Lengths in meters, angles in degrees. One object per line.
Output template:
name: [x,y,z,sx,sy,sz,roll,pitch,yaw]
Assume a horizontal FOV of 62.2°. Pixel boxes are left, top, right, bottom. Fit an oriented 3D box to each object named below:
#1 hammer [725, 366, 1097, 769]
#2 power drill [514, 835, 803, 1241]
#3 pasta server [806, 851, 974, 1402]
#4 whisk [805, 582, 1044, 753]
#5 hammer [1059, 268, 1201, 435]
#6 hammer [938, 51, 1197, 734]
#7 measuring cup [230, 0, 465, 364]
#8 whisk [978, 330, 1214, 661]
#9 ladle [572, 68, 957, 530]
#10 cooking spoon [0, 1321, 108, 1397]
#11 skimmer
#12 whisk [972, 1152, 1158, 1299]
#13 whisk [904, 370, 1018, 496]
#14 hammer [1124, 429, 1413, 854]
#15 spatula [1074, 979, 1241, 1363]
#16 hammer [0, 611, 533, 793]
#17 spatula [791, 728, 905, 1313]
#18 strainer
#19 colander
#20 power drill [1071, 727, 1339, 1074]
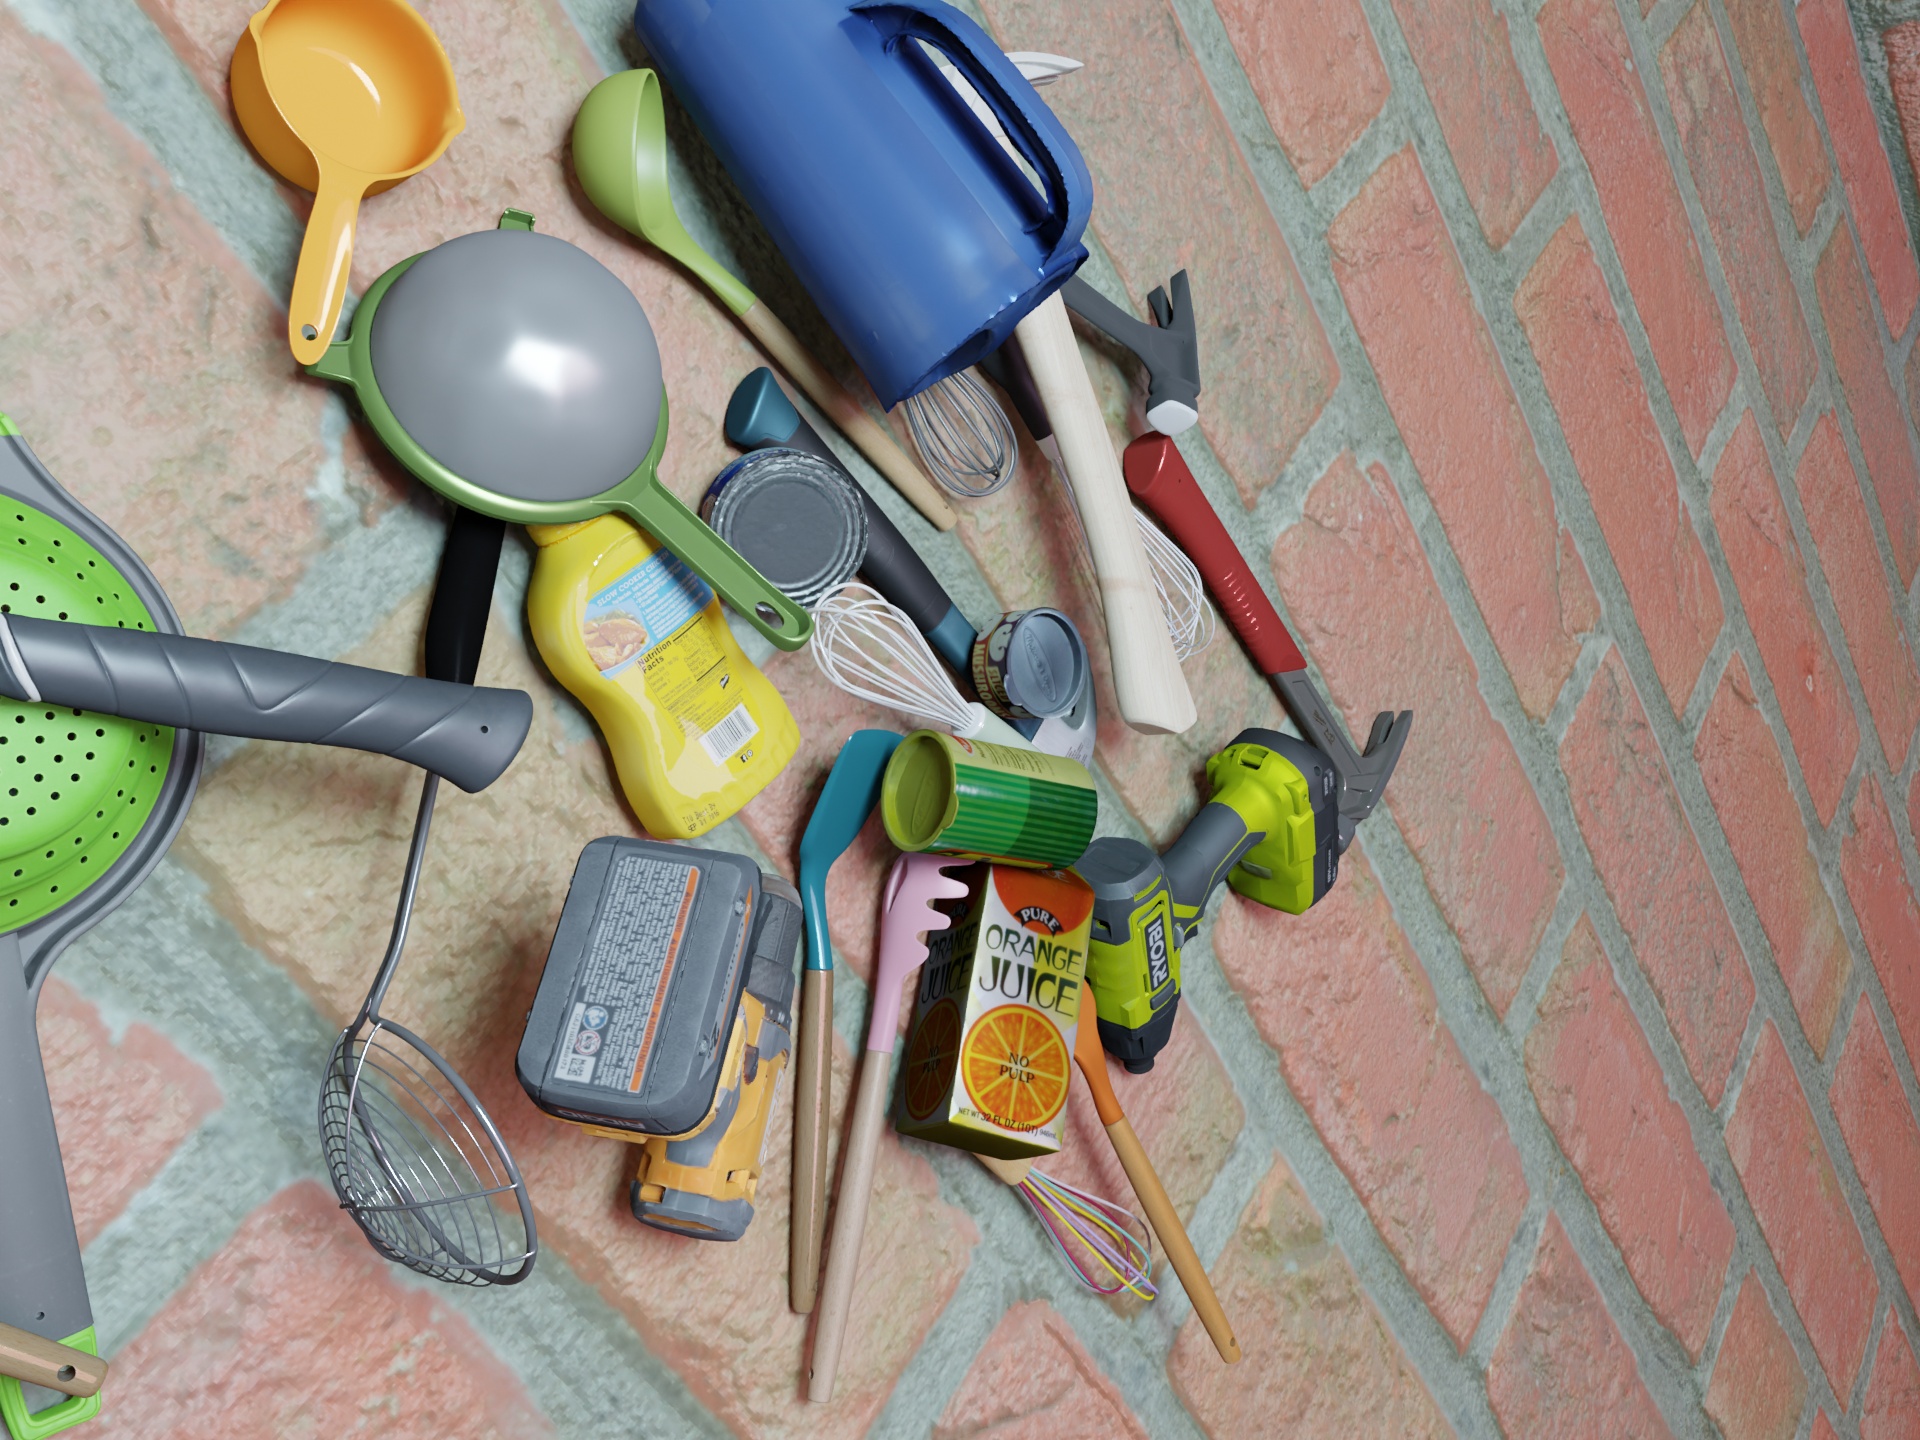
hammer: [-0.023,-0.070,0.935,0.330,0.033,0.128,48,58,-30]
power drill: [-0.120,0.128,0.737,0.226,0.084,0.185,84,16,-61]
pasta server: [-0.043,0.213,0.886,0.040,0.060,0.316,14,77,-19]
whisk: [-0.001,-0.003,0.901,0.246,0.059,0.058,37,59,-41]
hammer: [0.029,-0.302,0.985,0.336,0.034,0.127,25,53,-36]
hammer: [0.073,-0.188,0.955,0.146,0.038,0.410,-28,105,-36]
measuring cup: [-0.278,-0.234,0.693,0.095,0.052,0.174,15,79,-42]
whisk: [0.079,-0.153,1.021,0.070,0.070,0.284,-49,114,-34]
ladle: [-0.090,-0.213,0.867,0.319,0.062,0.078,44,34,-36]
cooking spoon: [-0.435,0.164,0.518,0.318,0.017,0.069,35,67,-27]
skimmer: [-0.213,0.059,0.711,0.090,0.127,0.363,20,64,-36]
whisk: [0.046,0.287,0.979,0.244,0.051,0.047,47,37,-26]
whisk: [-0.042,-0.228,0.922,0.238,0.055,0.055,54,55,-21]
hammer: [0.227,-0.071,1.168,0.358,0.037,0.149,52,55,-28]
spatula: [0.099,0.269,0.996,0.081,0.041,0.322,-35,104,-39]
hammer: [-0.328,-0.029,0.515,0.408,0.036,0.149,12,77,-42]
spatula: [-0.069,0.163,0.869,0.082,0.044,0.317,12,80,-70]
strainer: [-0.155,-0.133,0.729,0.256,0.069,0.151,43,51,-6]
colander: [-0.353,0.076,0.573,0.204,0.094,0.397,-13,96,-43]
power drill: [0.160,0.118,1.058,0.223,0.080,0.171,-35,129,-35]
